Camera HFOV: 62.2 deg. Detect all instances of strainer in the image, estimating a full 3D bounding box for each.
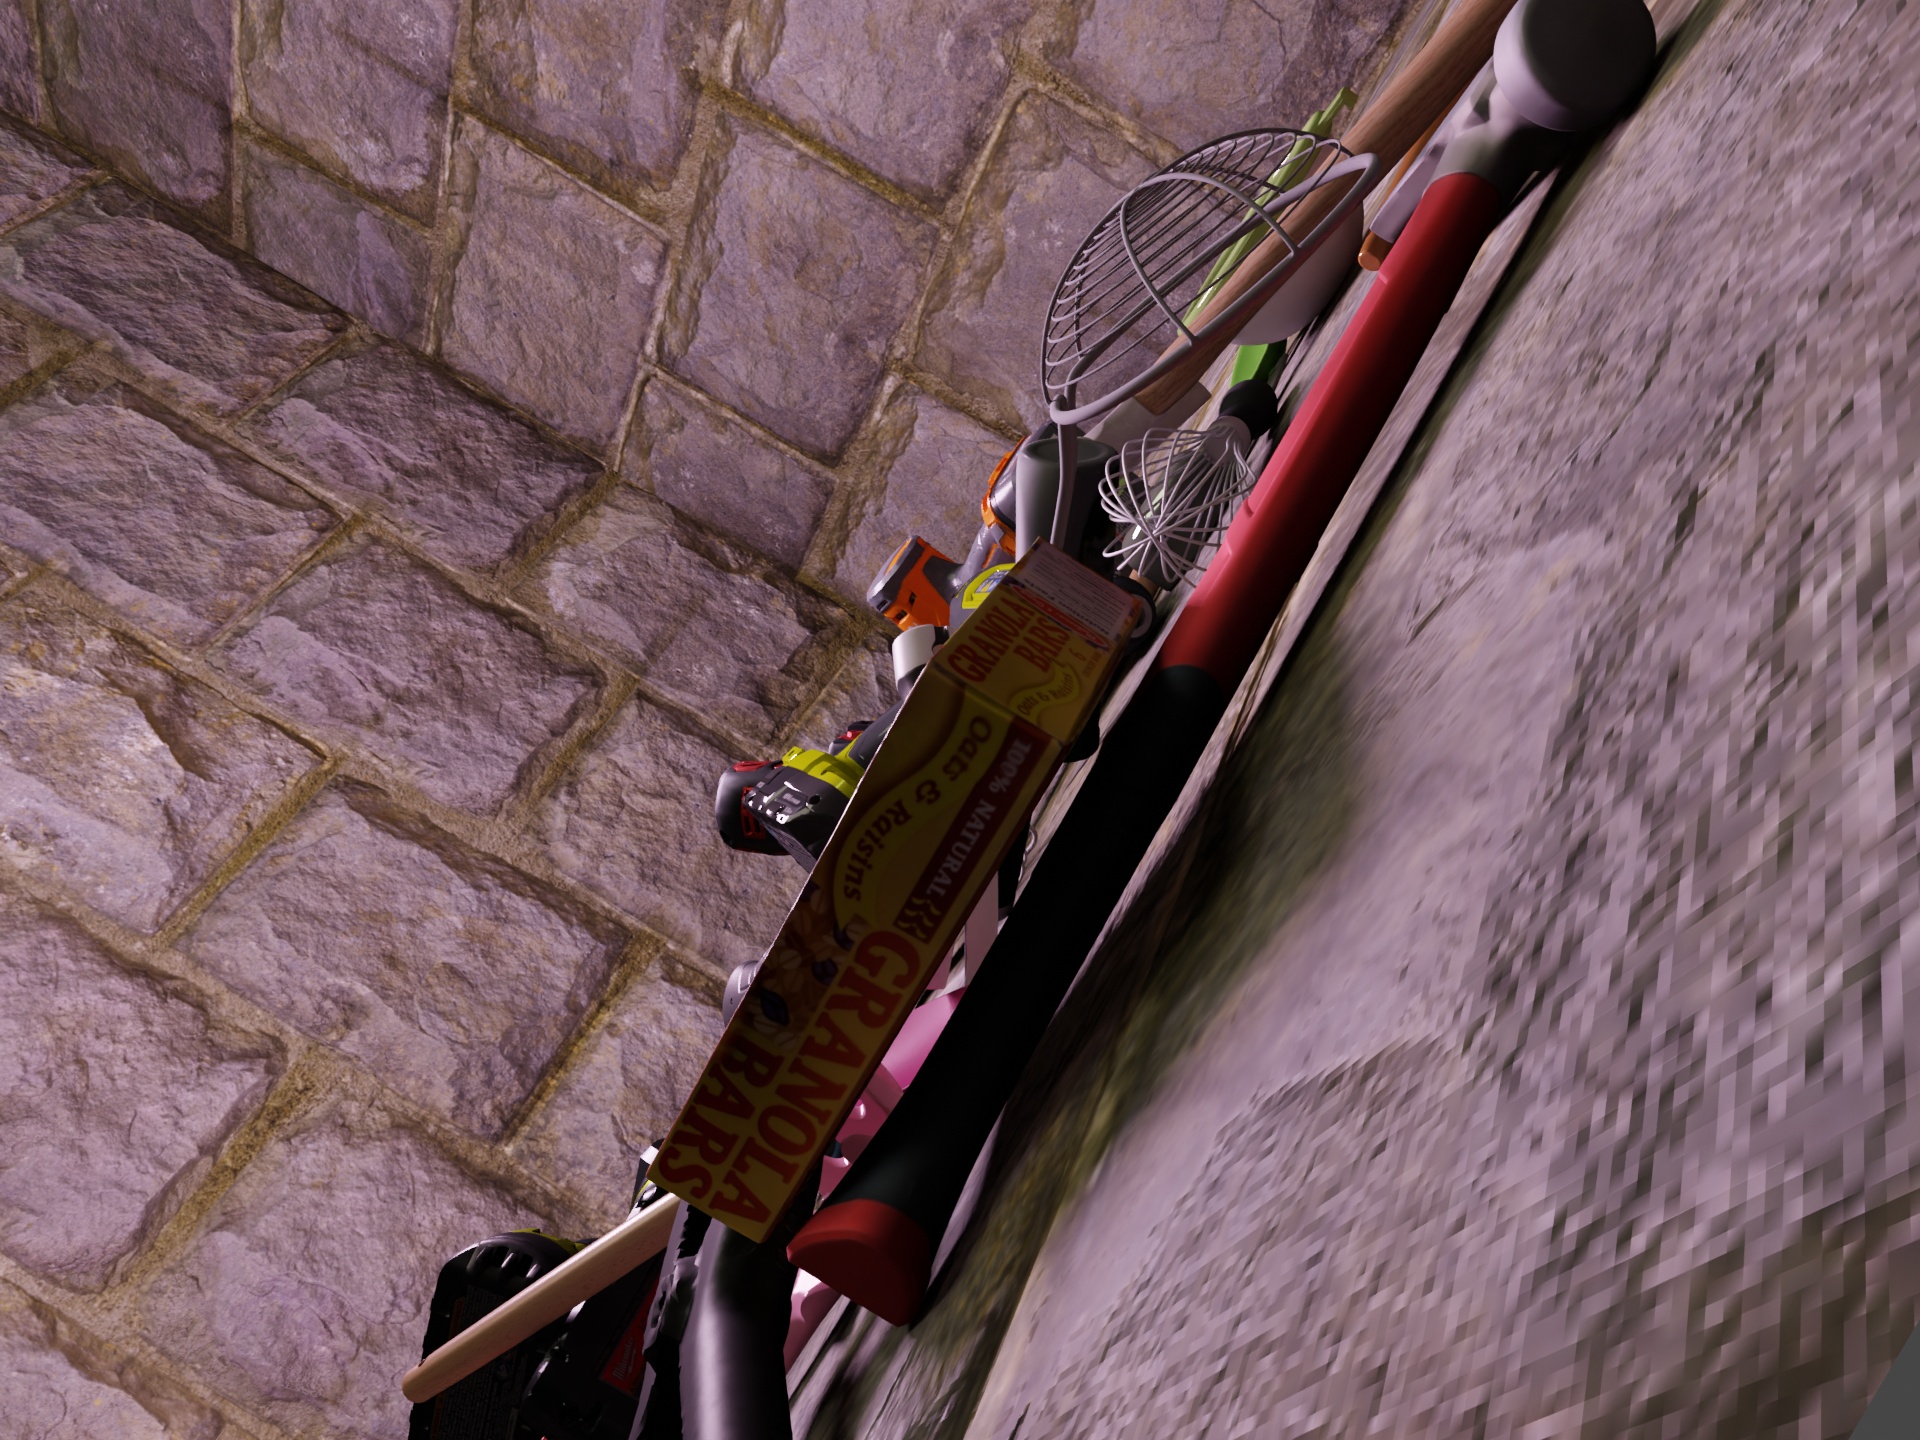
[{"bbox_3d":[0.170,-0.232,0.939,0.256,0.069,0.151,-60,3,-6],"label":"strainer"}]

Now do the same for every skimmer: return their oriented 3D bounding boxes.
[{"bbox_3d":[0.062,-0.042,0.598,0.127,0.090,0.363,-59,-17,-48],"label":"skimmer"}]

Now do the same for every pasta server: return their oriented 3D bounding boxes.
[{"bbox_3d":[-0.092,0.249,0.540,0.316,0.040,0.060,-61,18,11],"label":"pasta server"}]

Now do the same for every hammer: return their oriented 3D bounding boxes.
[{"bbox_3d":[-0.059,0.098,0.757,0.334,0.035,0.146,129,139,-55],"label":"hammer"},{"bbox_3d":[0.066,-0.016,0.448,0.386,0.038,0.143,-59,-1,-7],"label":"hammer"},{"bbox_3d":[0.163,-0.233,0.735,0.331,0.031,0.130,-48,-3,26],"label":"hammer"}]

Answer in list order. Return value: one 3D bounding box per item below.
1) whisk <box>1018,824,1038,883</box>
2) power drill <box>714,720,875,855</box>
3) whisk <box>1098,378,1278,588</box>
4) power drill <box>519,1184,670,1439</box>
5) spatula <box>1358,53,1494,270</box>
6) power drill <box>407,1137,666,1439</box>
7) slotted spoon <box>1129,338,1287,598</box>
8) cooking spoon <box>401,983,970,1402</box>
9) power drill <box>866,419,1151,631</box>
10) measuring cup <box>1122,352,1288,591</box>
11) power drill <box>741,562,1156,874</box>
[{"bbox_3d":[-0.012,0.102,0.829,0.246,0.059,0.058,114,152,-58],"label":"whisk"},{"bbox_3d":[-0.036,0.049,1.059,0.226,0.188,0.080,-16,-74,-73],"label":"power drill"},{"bbox_3d":[0.121,-0.124,0.751,0.070,0.070,0.285,-59,-4,29],"label":"whisk"},{"bbox_3d":[-0.155,0.319,0.722,0.143,0.078,0.219,-60,-2,-47],"label":"power drill"},{"bbox_3d":[0.258,-0.350,0.808,0.323,0.041,0.081,-61,2,-22],"label":"spatula"},{"bbox_3d":[-0.210,0.348,0.913,0.223,0.080,0.171,8,-87,-71],"label":"power drill"},{"bbox_3d":[0.141,-0.140,0.975,0.314,0.031,0.070,-62,1,-25],"label":"slotted spoon"},{"bbox_3d":[-0.105,0.188,0.617,0.319,0.017,0.069,-36,9,16],"label":"cooking spoon"},{"bbox_3d":[0.049,-0.090,1.073,0.226,0.164,0.084,-36,20,56],"label":"power drill"},{"bbox_3d":[0.138,-0.150,0.891,0.168,0.038,0.083,-62,1,-21],"label":"measuring cup"},{"bbox_3d":[-0.001,-0.003,0.877,0.228,0.080,0.191,-45,17,-12],"label":"power drill"}]
